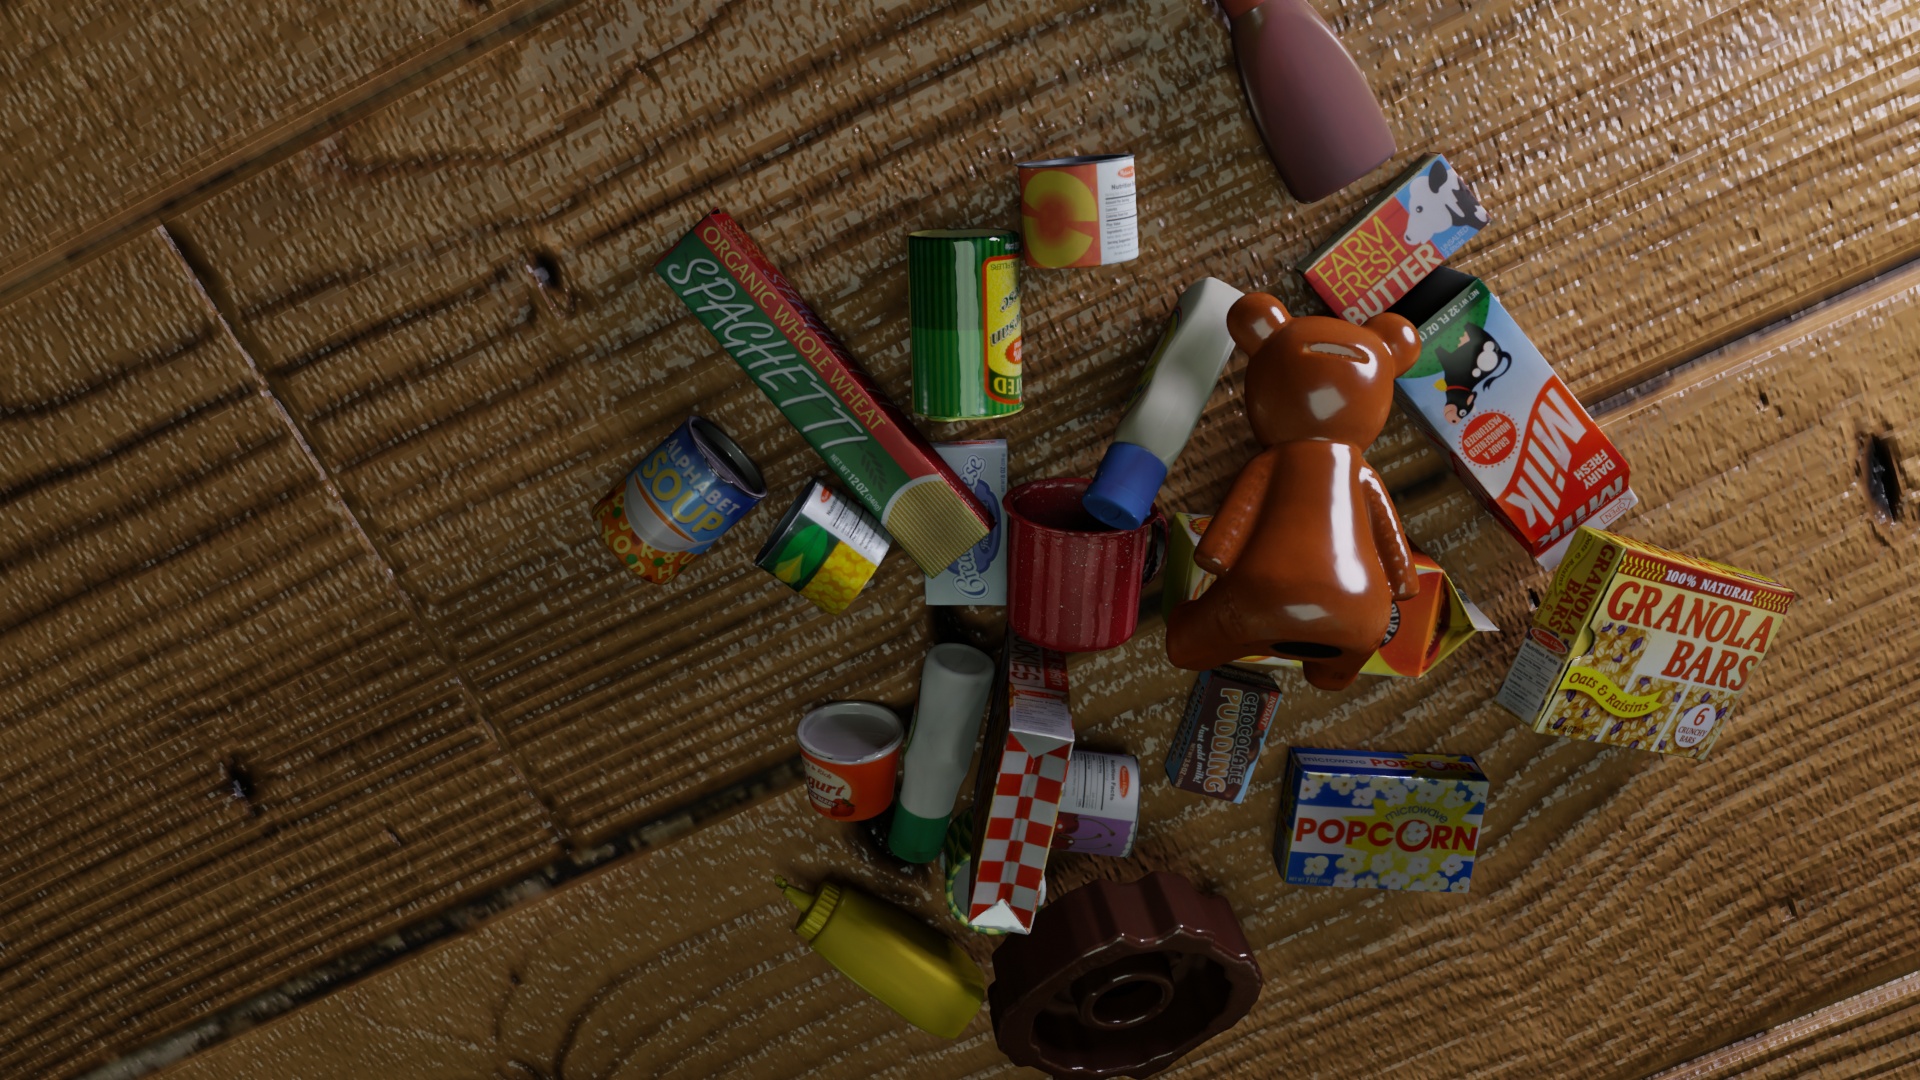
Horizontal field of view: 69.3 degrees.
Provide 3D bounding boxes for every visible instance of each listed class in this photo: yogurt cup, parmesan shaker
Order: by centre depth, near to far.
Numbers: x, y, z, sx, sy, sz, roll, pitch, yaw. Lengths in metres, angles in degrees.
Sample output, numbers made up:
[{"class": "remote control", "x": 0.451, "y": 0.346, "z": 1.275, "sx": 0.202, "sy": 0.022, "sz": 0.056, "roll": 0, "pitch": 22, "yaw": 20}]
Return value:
[{"class": "parmesan shaker", "x": 0.002, "y": -0.126, "z": 0.803, "sx": 0.071, "sy": 0.071, "sz": 0.102, "roll": -2, "pitch": 107, "yaw": -1}, {"class": "yogurt cup", "x": -0.070, "y": 0.142, "z": 0.889, "sx": 0.072, "sy": 0.073, "sz": 0.053, "roll": 1, "pitch": 115, "yaw": -1}]

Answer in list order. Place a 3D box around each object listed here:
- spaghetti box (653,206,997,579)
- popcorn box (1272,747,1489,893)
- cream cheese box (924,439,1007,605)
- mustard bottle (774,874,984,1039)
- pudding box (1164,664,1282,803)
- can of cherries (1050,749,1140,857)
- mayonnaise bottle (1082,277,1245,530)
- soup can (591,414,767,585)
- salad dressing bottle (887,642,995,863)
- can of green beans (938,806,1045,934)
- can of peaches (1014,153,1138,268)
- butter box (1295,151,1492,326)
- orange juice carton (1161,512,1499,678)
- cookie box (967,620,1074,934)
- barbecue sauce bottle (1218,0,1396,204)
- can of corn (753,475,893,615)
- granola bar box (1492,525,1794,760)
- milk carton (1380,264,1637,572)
[{"class": "spaghetti box", "x": -0.079, "y": -0.085, "z": 0.821, "sx": 0.050, "sy": 0.029, "sz": 0.250, "roll": -39, "pitch": 97, "yaw": 16}, {"class": "popcorn box", "x": 0.277, "y": 0.185, "z": 0.922, "sx": 0.127, "sy": 0.038, "sz": 0.085, "roll": 4, "pitch": 107, "yaw": -2}, {"class": "cream cheese box", "x": 0.003, "y": -0.011, "z": 0.864, "sx": 0.053, "sy": 0.024, "sz": 0.103, "roll": -1, "pitch": 107, "yaw": 0}, {"class": "mustard bottle", "x": -0.059, "y": 0.270, "z": 0.930, "sx": 0.160, "sy": 0.065, "sz": 0.048, "roll": 34, "pitch": 98, "yaw": -5}, {"class": "pudding box", "x": 0.171, "y": 0.125, "z": 0.906, "sx": 0.050, "sy": 0.030, "sz": 0.083, "roll": 16, "pitch": 106, "yaw": -7}, {"class": "can of cherries", "x": 0.081, "y": 0.171, "z": 0.900, "sx": 0.058, "sy": 0.072, "sz": 0.071, "roll": 6, "pitch": 107, "yaw": -3}, {"class": "mayonnaise bottle", "x": 0.116, "y": -0.077, "z": 0.793, "sx": 0.041, "sy": 0.064, "sz": 0.148, "roll": 29, "pitch": 72, "yaw": -3}, {"class": "soup can", "x": -0.169, "y": -0.023, "z": 0.831, "sx": 0.083, "sy": 0.071, "sz": 0.071, "roll": -41, "pitch": 104, "yaw": 11}, {"class": "salad dressing bottle", "x": -0.015, "y": 0.139, "z": 0.892, "sx": 0.044, "sy": 0.064, "sz": 0.147, "roll": 17, "pitch": 114, "yaw": 7}, {"class": "can of green beans", "x": 0.022, "y": 0.216, "z": 0.915, "sx": 0.071, "sy": 0.058, "sz": 0.071, "roll": 0, "pitch": 107, "yaw": -1}, {"class": "can of peaches", "x": 0.065, "y": -0.188, "z": 0.791, "sx": 0.071, "sy": 0.071, "sz": 0.058, "roll": -6, "pitch": 108, "yaw": 1}, {"class": "butter box", "x": 0.254, "y": -0.174, "z": 0.819, "sx": 0.103, "sy": 0.024, "sz": 0.053, "roll": -42, "pitch": 103, "yaw": 10}, {"class": "orange juice carton", "x": 0.227, "y": 0.034, "z": 0.857, "sx": 0.193, "sy": 0.072, "sz": 0.072, "roll": 5, "pitch": 107, "yaw": -2}, {"class": "cookie box", "x": 0.036, "y": 0.135, "z": 0.834, "sx": 0.040, "sy": 0.168, "sz": 0.122, "roll": 10, "pitch": 107, "yaw": -1}, {"class": "barbecue sauce bottle", "x": 0.184, "y": -0.268, "z": 0.779, "sx": 0.065, "sy": 0.044, "sz": 0.148, "roll": -30, "pitch": 105, "yaw": 8}, {"class": "can of corn", "x": -0.084, "y": 0.005, "z": 0.845, "sx": 0.058, "sy": 0.071, "sz": 0.071, "roll": 35, "pitch": 103, "yaw": -11}, {"class": "granola bar box", "x": 0.424, "y": 0.067, "z": 0.859, "sx": 0.166, "sy": 0.039, "sz": 0.123, "roll": 11, "pitch": 107, "yaw": -27}, {"class": "milk carton", "x": 0.323, "y": -0.068, "z": 0.827, "sx": 0.072, "sy": 0.074, "sz": 0.190, "roll": -41, "pitch": 104, "yaw": 11}]
